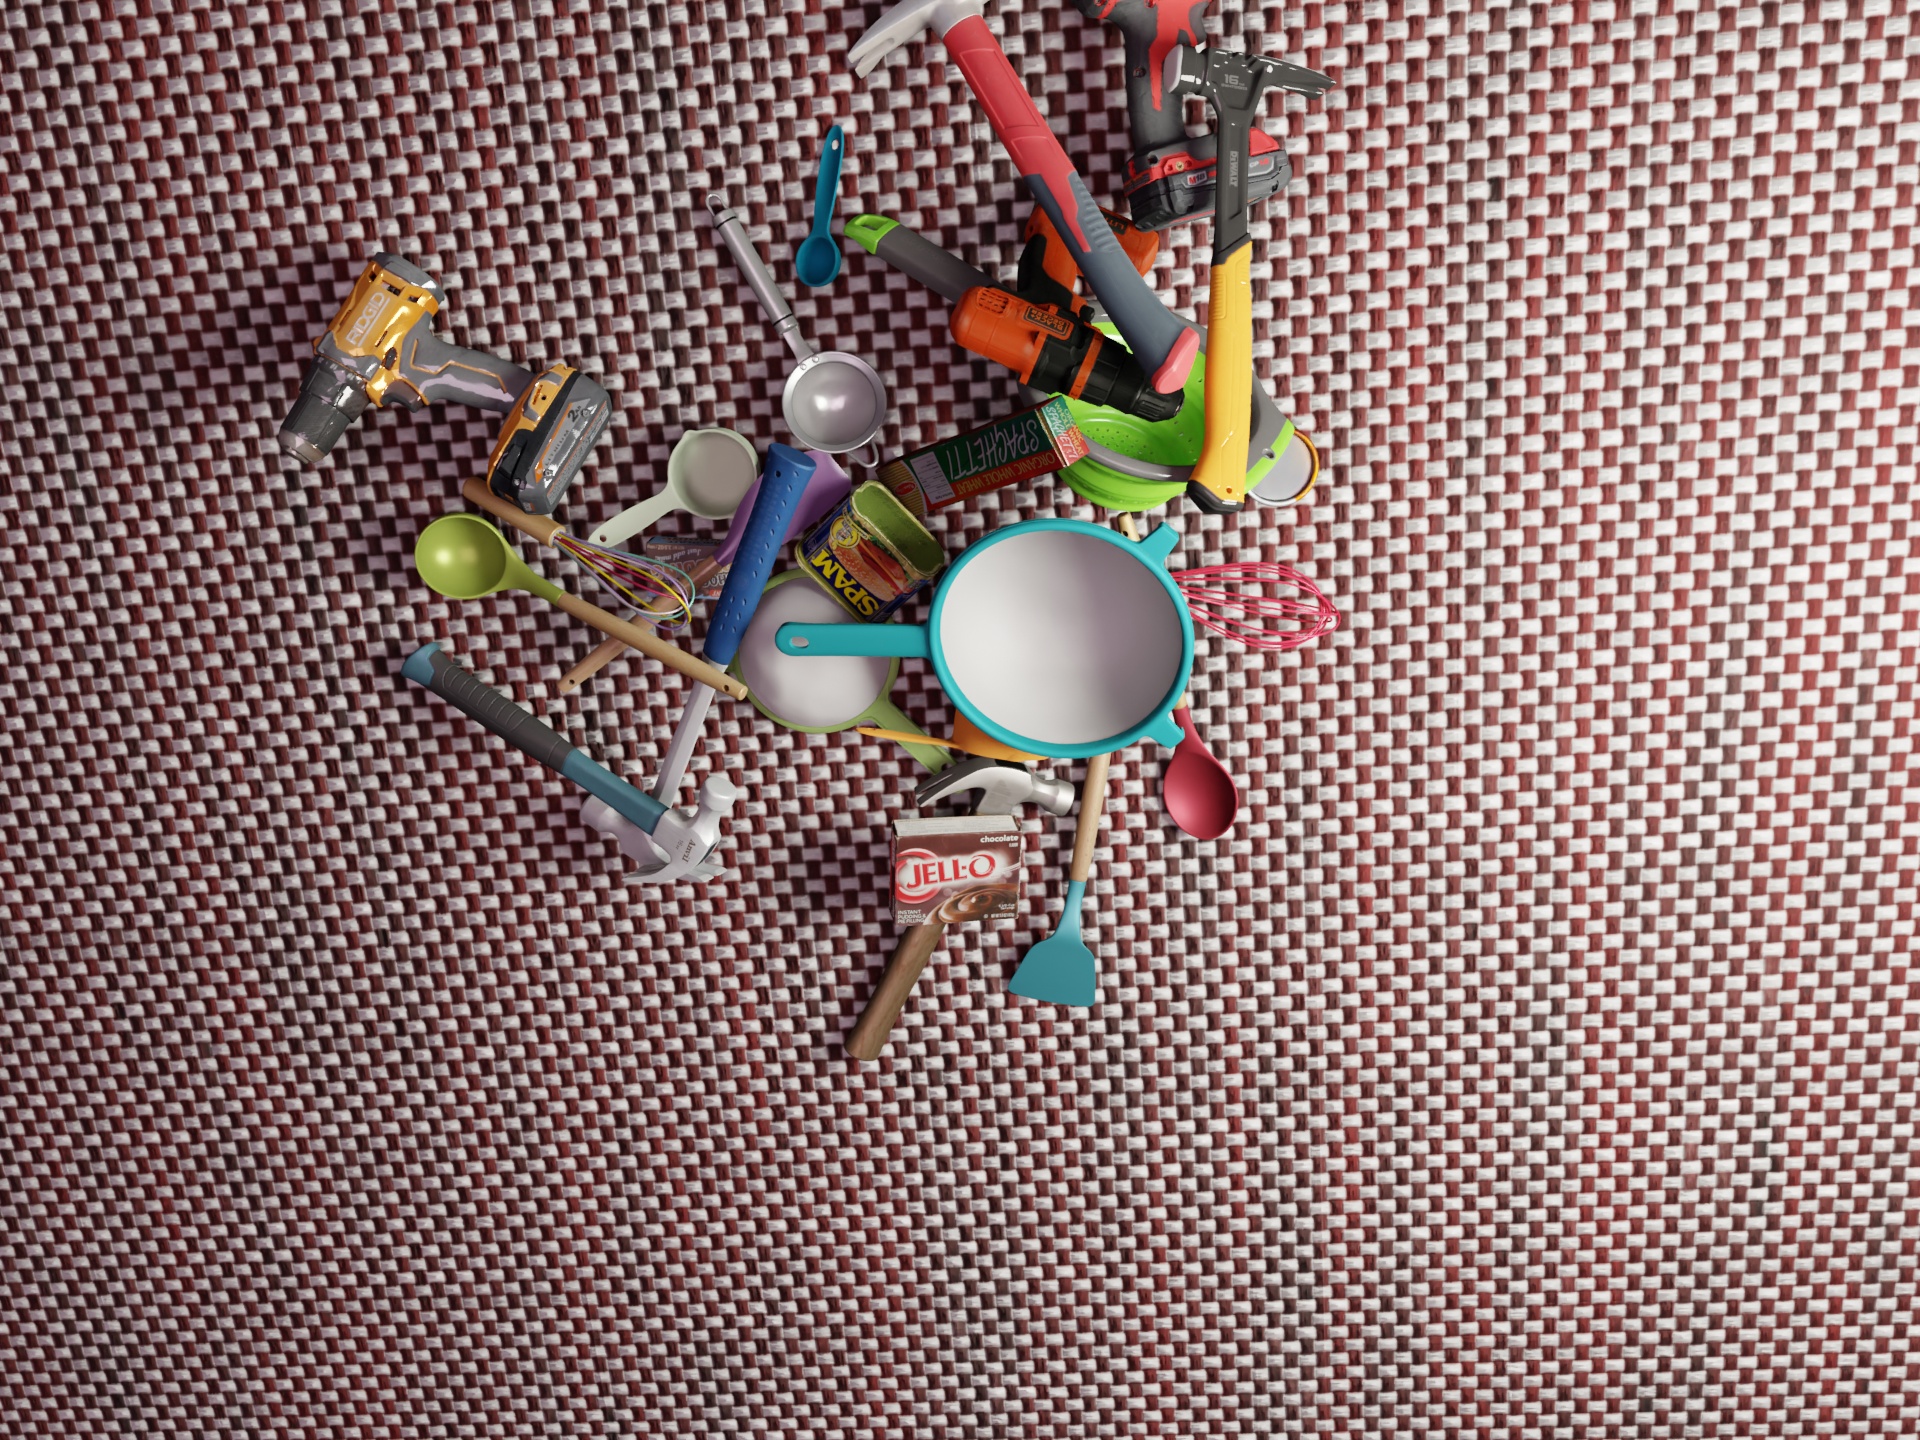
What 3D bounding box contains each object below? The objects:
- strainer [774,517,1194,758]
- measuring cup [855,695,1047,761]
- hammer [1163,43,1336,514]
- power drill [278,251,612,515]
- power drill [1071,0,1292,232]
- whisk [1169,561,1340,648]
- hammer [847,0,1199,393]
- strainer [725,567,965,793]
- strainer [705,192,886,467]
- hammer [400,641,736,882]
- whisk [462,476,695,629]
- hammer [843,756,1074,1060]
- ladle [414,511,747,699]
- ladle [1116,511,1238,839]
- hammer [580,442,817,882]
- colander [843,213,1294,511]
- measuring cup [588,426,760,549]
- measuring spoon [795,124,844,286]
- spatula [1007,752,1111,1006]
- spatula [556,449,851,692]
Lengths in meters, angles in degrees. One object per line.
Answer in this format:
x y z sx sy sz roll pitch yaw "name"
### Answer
0.022 -0.082 1.297 0.340 0.095 0.210 1 120 13 "strainer"
-0.002 -0.004 1.358 0.173 0.095 0.052 6 101 -15 "measuring cup"
0.205 -0.319 1.167 0.127 0.034 0.337 3 89 -15 "hammer"
-0.426 -0.254 1.305 0.226 0.084 0.185 30 80 -4 "power drill"
0.172 -0.499 1.213 0.143 0.078 0.219 -18 100 -15 "power drill"
0.173 -0.112 1.345 0.296 0.073 0.073 11 107 6 "whisk"
0.054 -0.397 1.186 0.143 0.038 0.386 -30 73 10 "hammer"
-0.091 -0.018 1.382 0.256 0.069 0.151 42 105 -7 "strainer"
-0.139 -0.320 1.314 0.087 0.050 0.258 -31 96 -7 "strainer"
-0.352 0.028 1.389 0.331 0.033 0.128 32 116 11 "hammer"
-0.324 -0.148 1.345 0.245 0.047 0.051 30 90 15 "whisk"
-0.027 0.175 1.444 0.130 0.031 0.331 20 111 -20 "hammer"
-0.322 -0.089 1.343 0.320 0.062 0.078 27 113 14 "ladle"
0.177 -0.034 1.348 0.069 0.031 0.315 -4 121 28 "ladle"
-0.207 -0.042 1.353 0.144 0.035 0.405 33 115 17 "hammer"
0.068 -0.279 1.282 0.397 0.204 0.094 33 141 10 "colander"
-0.246 -0.191 1.361 0.167 0.038 0.083 -27 103 14 "measuring cup"
-0.105 -0.417 1.296 0.042 0.021 0.128 15 100 31 "measuring spoon"
0.108 0.115 1.434 0.082 0.044 0.317 10 102 1 "spatula"
-0.227 -0.122 1.355 0.316 0.018 0.059 -37 113 13 "spatula"
